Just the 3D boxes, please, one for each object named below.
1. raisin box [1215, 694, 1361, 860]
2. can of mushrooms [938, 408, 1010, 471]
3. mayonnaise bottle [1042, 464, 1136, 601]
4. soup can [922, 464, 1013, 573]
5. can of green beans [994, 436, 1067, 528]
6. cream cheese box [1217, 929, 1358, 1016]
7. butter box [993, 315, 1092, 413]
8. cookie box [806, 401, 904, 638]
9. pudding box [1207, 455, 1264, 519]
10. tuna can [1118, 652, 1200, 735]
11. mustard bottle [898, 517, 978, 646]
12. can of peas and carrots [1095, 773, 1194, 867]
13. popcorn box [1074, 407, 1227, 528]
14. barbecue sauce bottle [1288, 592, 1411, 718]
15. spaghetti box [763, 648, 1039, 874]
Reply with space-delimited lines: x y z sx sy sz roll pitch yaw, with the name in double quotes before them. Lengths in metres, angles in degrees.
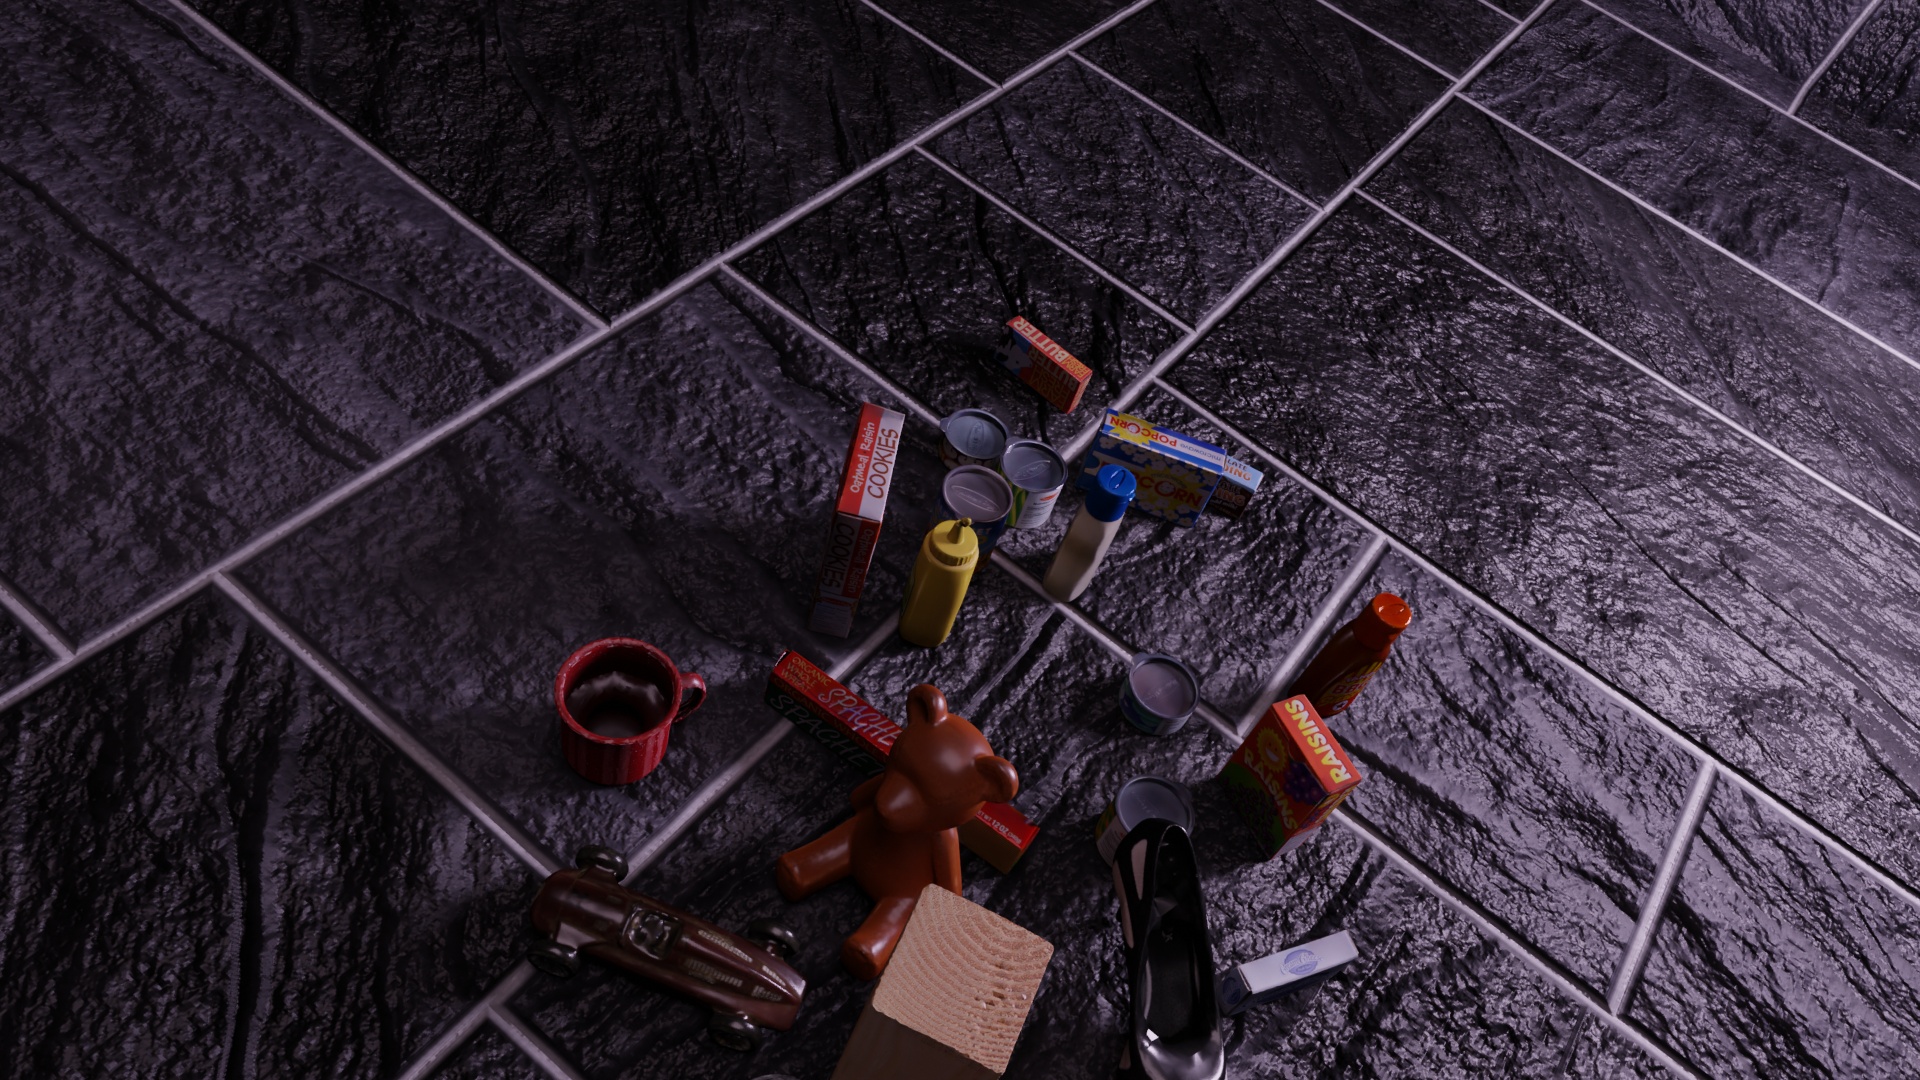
"raisin box" 0.268 0.196 1.146 0.040 0.122 0.086 -14 58 -26
"can of mushrooms" 0.011 -0.096 1.360 0.071 0.033 0.071 8 51 -10
"mayonnaise bottle" 0.117 -0.009 1.248 0.041 0.147 0.065 32 51 9
"soup can" 0.005 -0.016 1.262 0.071 0.083 0.072 8 51 -10
"can of green beans" 0.063 -0.054 1.326 0.071 0.057 0.071 8 51 -10
"cream cheese box" 0.252 0.335 1.076 0.104 0.053 0.024 -10 56 -23
"butter box" 0.085 -0.182 1.438 0.103 0.052 0.024 40 52 15
"cookie box" -0.091 -0.015 1.178 0.040 0.166 0.123 14 50 -6
"pudding box" 0.256 -0.063 1.397 0.084 0.049 0.030 28 50 6
"tuna can" 0.173 0.135 1.226 0.071 0.032 0.071 8 51 -10
"mustard bottle" -0.016 0.026 1.172 0.049 0.159 0.066 14 50 -6
"can of peas and carrots" 0.150 0.230 1.125 0.071 0.058 0.071 8 51 -10
"popcorn box" 0.186 -0.070 1.359 0.127 0.084 0.038 20 50 -1
"barbecue sauce bottle" 0.348 0.102 1.229 0.065 0.147 0.044 -11 57 -24
"spaghetti box" -0.052 0.176 1.113 0.250 0.049 0.029 34 51 11
